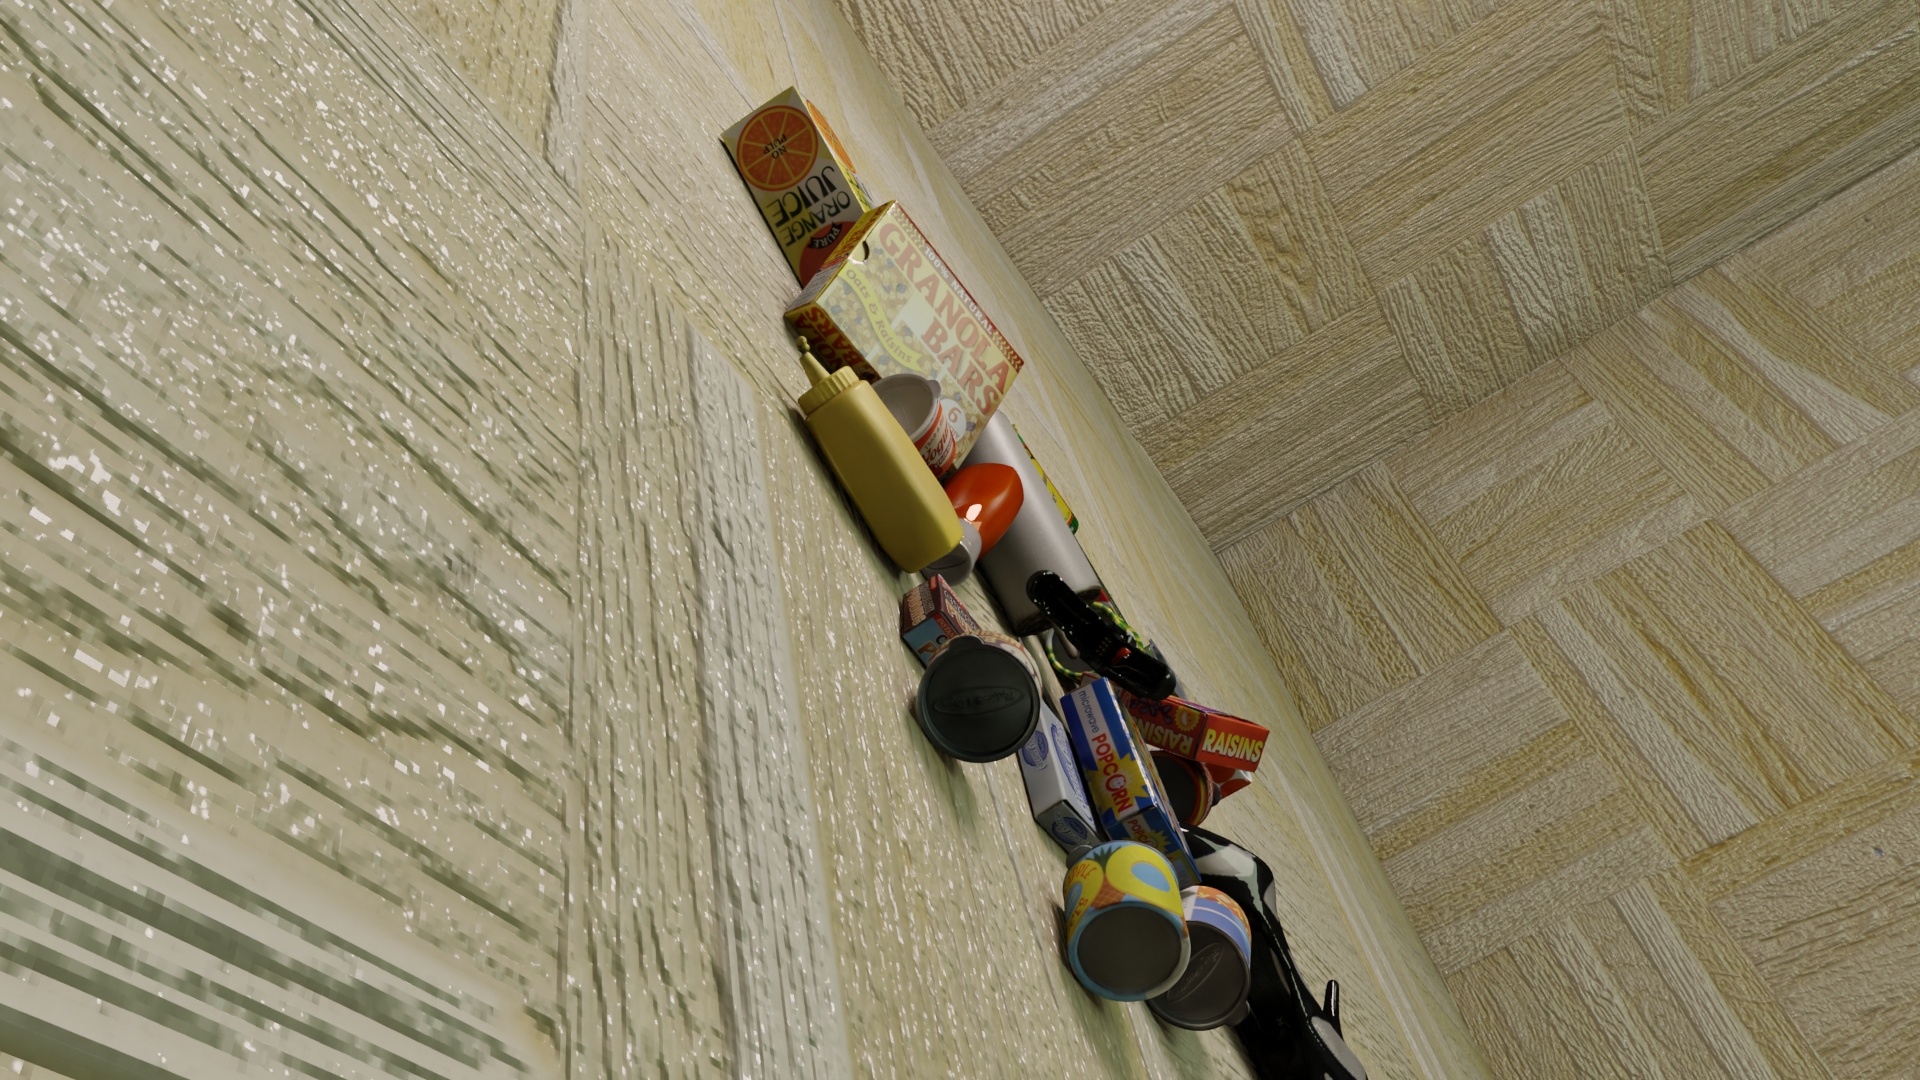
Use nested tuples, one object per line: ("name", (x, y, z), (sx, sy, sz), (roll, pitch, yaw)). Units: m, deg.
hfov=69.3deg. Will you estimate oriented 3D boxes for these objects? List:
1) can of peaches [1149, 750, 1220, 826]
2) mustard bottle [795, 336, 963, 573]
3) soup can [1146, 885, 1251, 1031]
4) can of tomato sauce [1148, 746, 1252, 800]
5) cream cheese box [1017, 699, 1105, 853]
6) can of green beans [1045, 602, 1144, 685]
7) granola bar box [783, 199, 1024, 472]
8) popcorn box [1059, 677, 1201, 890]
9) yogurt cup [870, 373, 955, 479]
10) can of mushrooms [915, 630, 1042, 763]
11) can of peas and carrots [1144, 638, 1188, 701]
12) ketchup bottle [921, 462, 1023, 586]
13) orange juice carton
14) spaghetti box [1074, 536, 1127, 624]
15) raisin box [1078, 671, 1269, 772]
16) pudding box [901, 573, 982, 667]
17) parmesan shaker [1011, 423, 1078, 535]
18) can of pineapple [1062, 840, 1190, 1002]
("can of peaches", (0.159, 0.193, 1.066), (0.071, 0.071, 0.058), (62, 13, 17))
("mustard bottle", (-0.058, -0.057, 0.862), (0.160, 0.049, 0.065), (57, 11, -5))
("soup can", (0.150, 0.260, 0.866), (0.071, 0.071, 0.084), (60, 11, 6))
("can of tomato sauce", (0.193, 0.195, 1.166), (0.071, 0.083, 0.071), (54, 13, -18))
("cream cheese box", (0.060, 0.148, 0.886), (0.053, 0.024, 0.104), (50, 14, -33))
("can of green beans", (0.110, 0.088, 1.137), (0.057, 0.071, 0.071), (39, 22, -57))
("granola bar box", (-0.036, -0.147, 1.021), (0.165, 0.039, 0.125), (49, 52, -25))
("popcorn box", (0.111, 0.162, 0.918), (0.085, 0.038, 0.127), (59, 8, -35))
("yogurt cup", (-0.038, -0.072, 0.952), (0.053, 0.072, 0.073), (57, 9, -49))
("can of mushrooms", (0.011, 0.081, 0.749), (0.071, 0.071, 0.033), (57, 11, -5))
("can of peas and carrots", (0.165, 0.134, 1.267), (0.071, 0.058, 0.071), (55, 12, -17))
("ketchup bottle", (0.003, -0.012, 0.978), (0.149, 0.064, 0.043), (-61, 137, -67))
("orange juice carton", (-0.106, -0.254, 1.102), (0.193, 0.073, 0.072), (61, 12, 11))
("spaghetti box", (0.077, 0.000, 1.264), (0.250, 0.050, 0.029), (60, 10, 7))
("raisin box", (0.160, 0.139, 1.068), (0.086, 0.040, 0.123), (19, -3, -44))
("pudding box", (-0.001, 0.067, 0.829), (0.083, 0.030, 0.050), (54, 12, -22))
("parmesan shaker", (0.051, -0.039, 1.204), (0.103, 0.071, 0.071), (54, 12, -19))
("can of pineapple", (0.088, 0.207, 0.759), (0.071, 0.071, 0.058), (55, 12, -16))
